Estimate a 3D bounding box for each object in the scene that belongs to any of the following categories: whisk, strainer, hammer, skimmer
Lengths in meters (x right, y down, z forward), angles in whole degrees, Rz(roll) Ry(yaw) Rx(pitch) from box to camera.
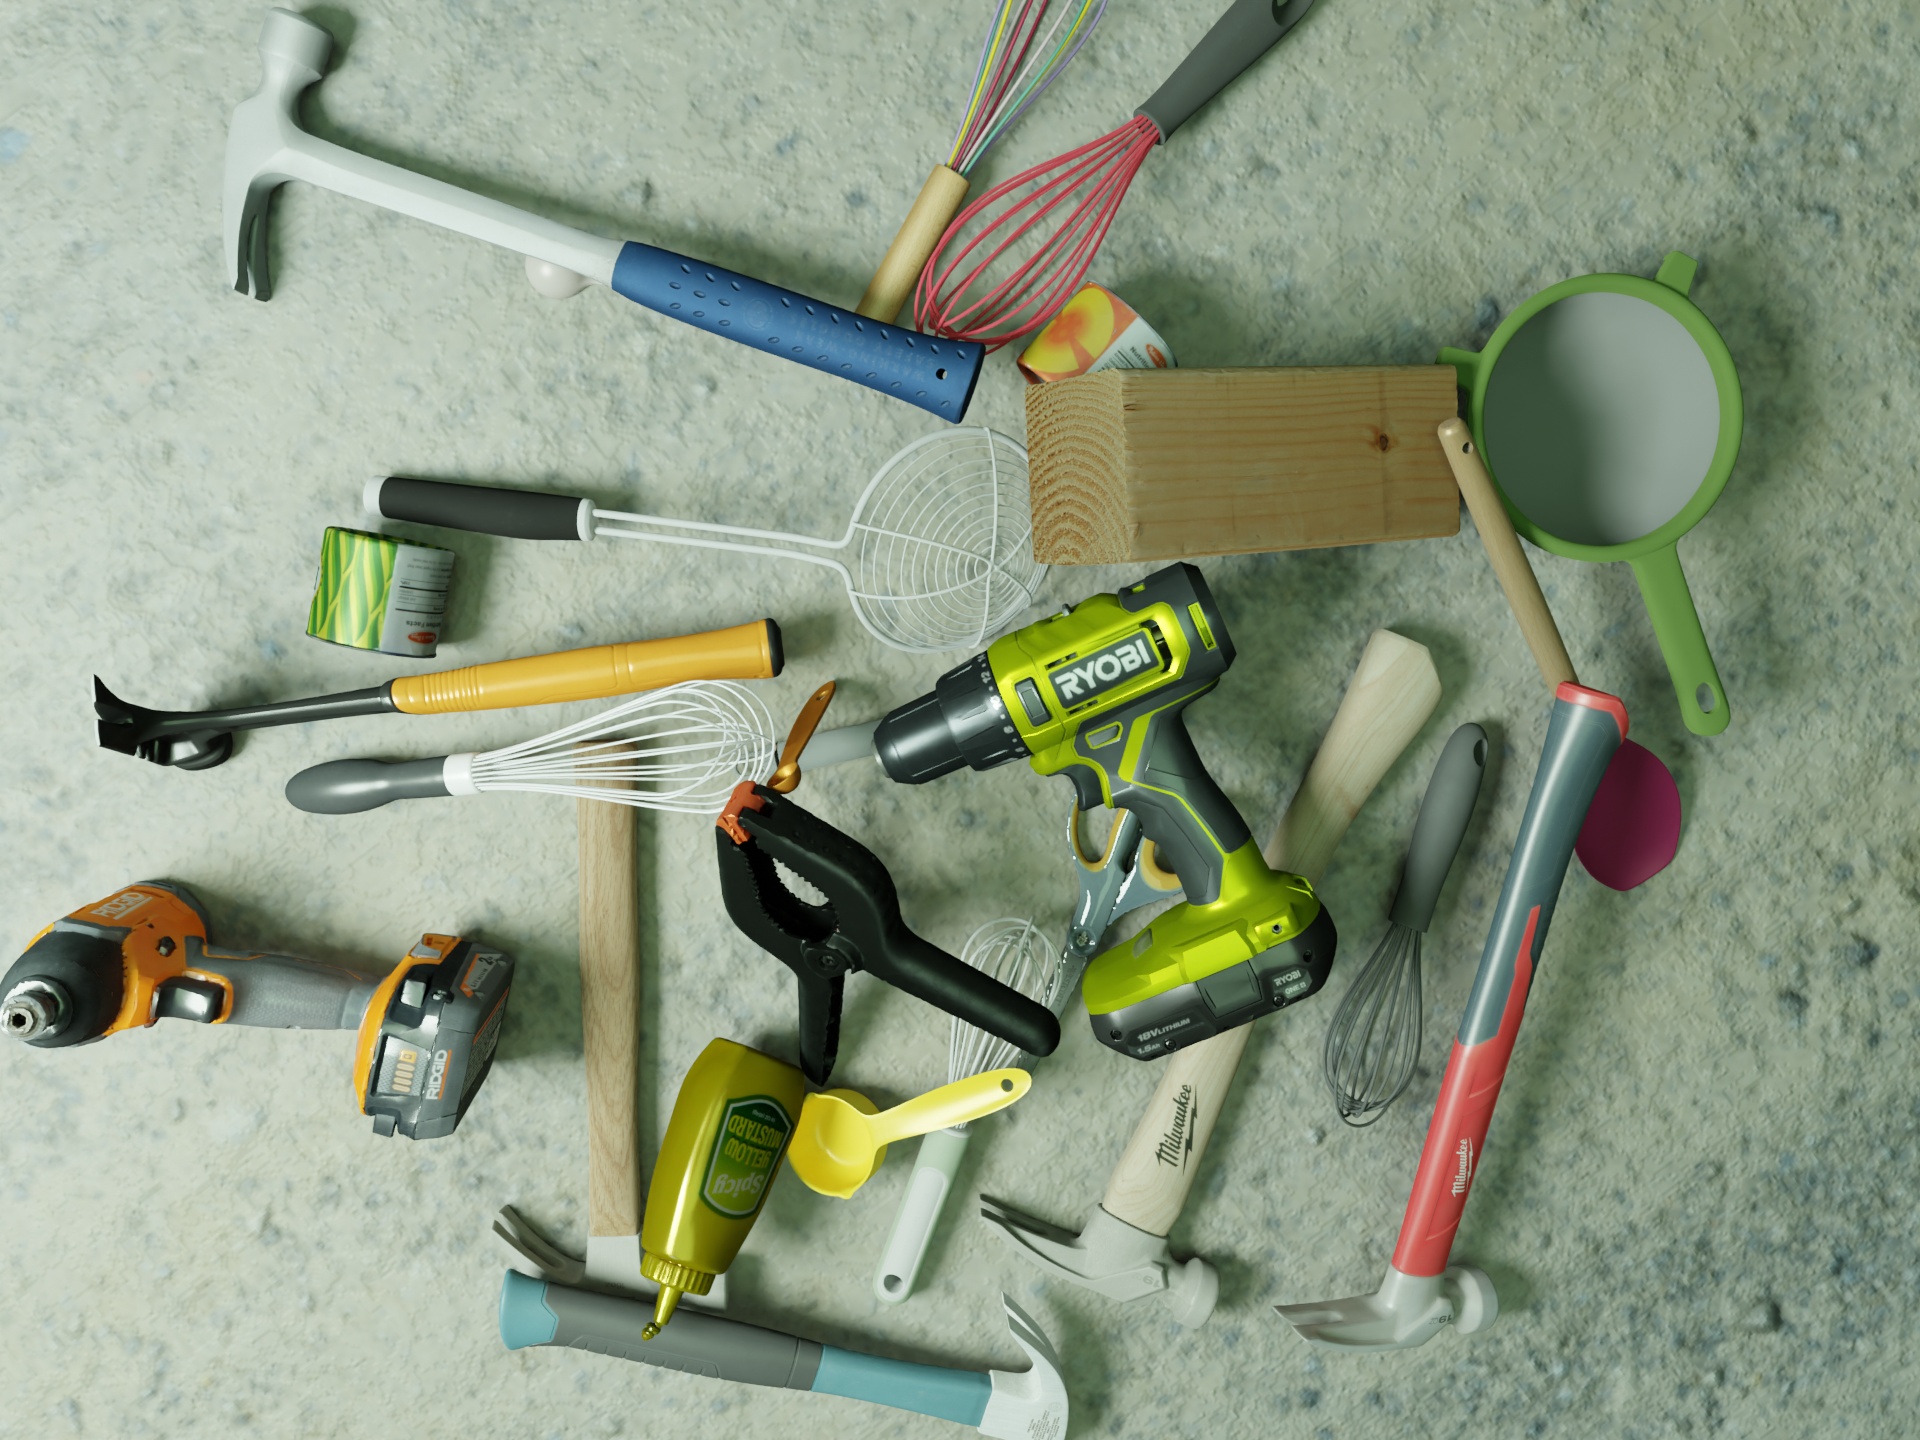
[{"bbox_3d":[0.004,-0.310,0.840,0.051,0.047,0.245,32,98,11],"label":"whisk"},{"bbox_3d":[0.356,-0.112,0.868,0.151,0.069,0.256,-23,98,-3],"label":"strainer"},{"bbox_3d":[-0.260,-0.018,0.825,0.337,0.127,0.034,-8,83,-6],"label":"hammer"},{"bbox_3d":[0.086,-0.300,0.838,0.296,0.073,0.073,-45,97,-4],"label":"whisk"},{"bbox_3d":[-0.001,-0.003,0.876,0.258,0.050,0.087,-13,103,4],"label":"strainer"},{"bbox_3d":[-0.198,0.175,0.890,0.130,0.031,0.331,-1,96,-4],"label":"hammer"},{"bbox_3d":[-0.132,-0.110,0.859,0.363,0.090,0.127,7,117,7],"label":"skimmer"},{"bbox_3d":[0.154,0.137,0.903,0.146,0.038,0.410,24,94,-4],"label":"hammer"},{"bbox_3d":[0.257,0.116,0.902,0.055,0.055,0.239,18,91,-5],"label":"whisk"},{"bbox_3d":[-0.187,-0.231,0.818,0.405,0.035,0.144,19,96,2],"label":"hammer"},{"bbox_3d":[-0.095,0.361,0.891,0.331,0.033,0.128,16,104,-11],"label":"hammer"},{"bbox_3d":[-0.231,0.026,0.837,0.284,0.070,0.070,-7,97,14],"label":"whisk"},{"bbox_3d":[-0.002,0.222,0.899,0.058,0.059,0.246,21,100,7],"label":"whisk"},{"bbox_3d":[0.277,0.166,0.866,0.143,0.038,0.386,6,103,-28],"label":"hammer"}]

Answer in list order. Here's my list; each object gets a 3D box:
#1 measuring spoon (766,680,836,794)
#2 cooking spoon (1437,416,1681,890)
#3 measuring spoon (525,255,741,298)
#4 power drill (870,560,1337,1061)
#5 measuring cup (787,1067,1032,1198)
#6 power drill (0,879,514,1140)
[{"bbox_3d":[-0.080,0.008,0.838,0.021,0.117,0.011,-28,110,21],"label":"measuring spoon"},{"bbox_3d":[0.322,-0.029,0.859,0.069,0.017,0.318,-33,116,0],"label":"cooking spoon"},{"bbox_3d":[-0.171,-0.238,0.849,0.124,0.018,0.034,6,96,-3],"label":"measuring spoon"},{"bbox_3d":[0.078,0.053,0.828,0.190,0.080,0.228,-24,99,9],"label":"power drill"},{"bbox_3d":[-0.026,0.218,0.880,0.156,0.029,0.062,-23,84,21],"label":"measuring cup"},{"bbox_3d":[-0.358,0.146,0.812,0.226,0.164,0.084,14,95,-7],"label":"power drill"}]
